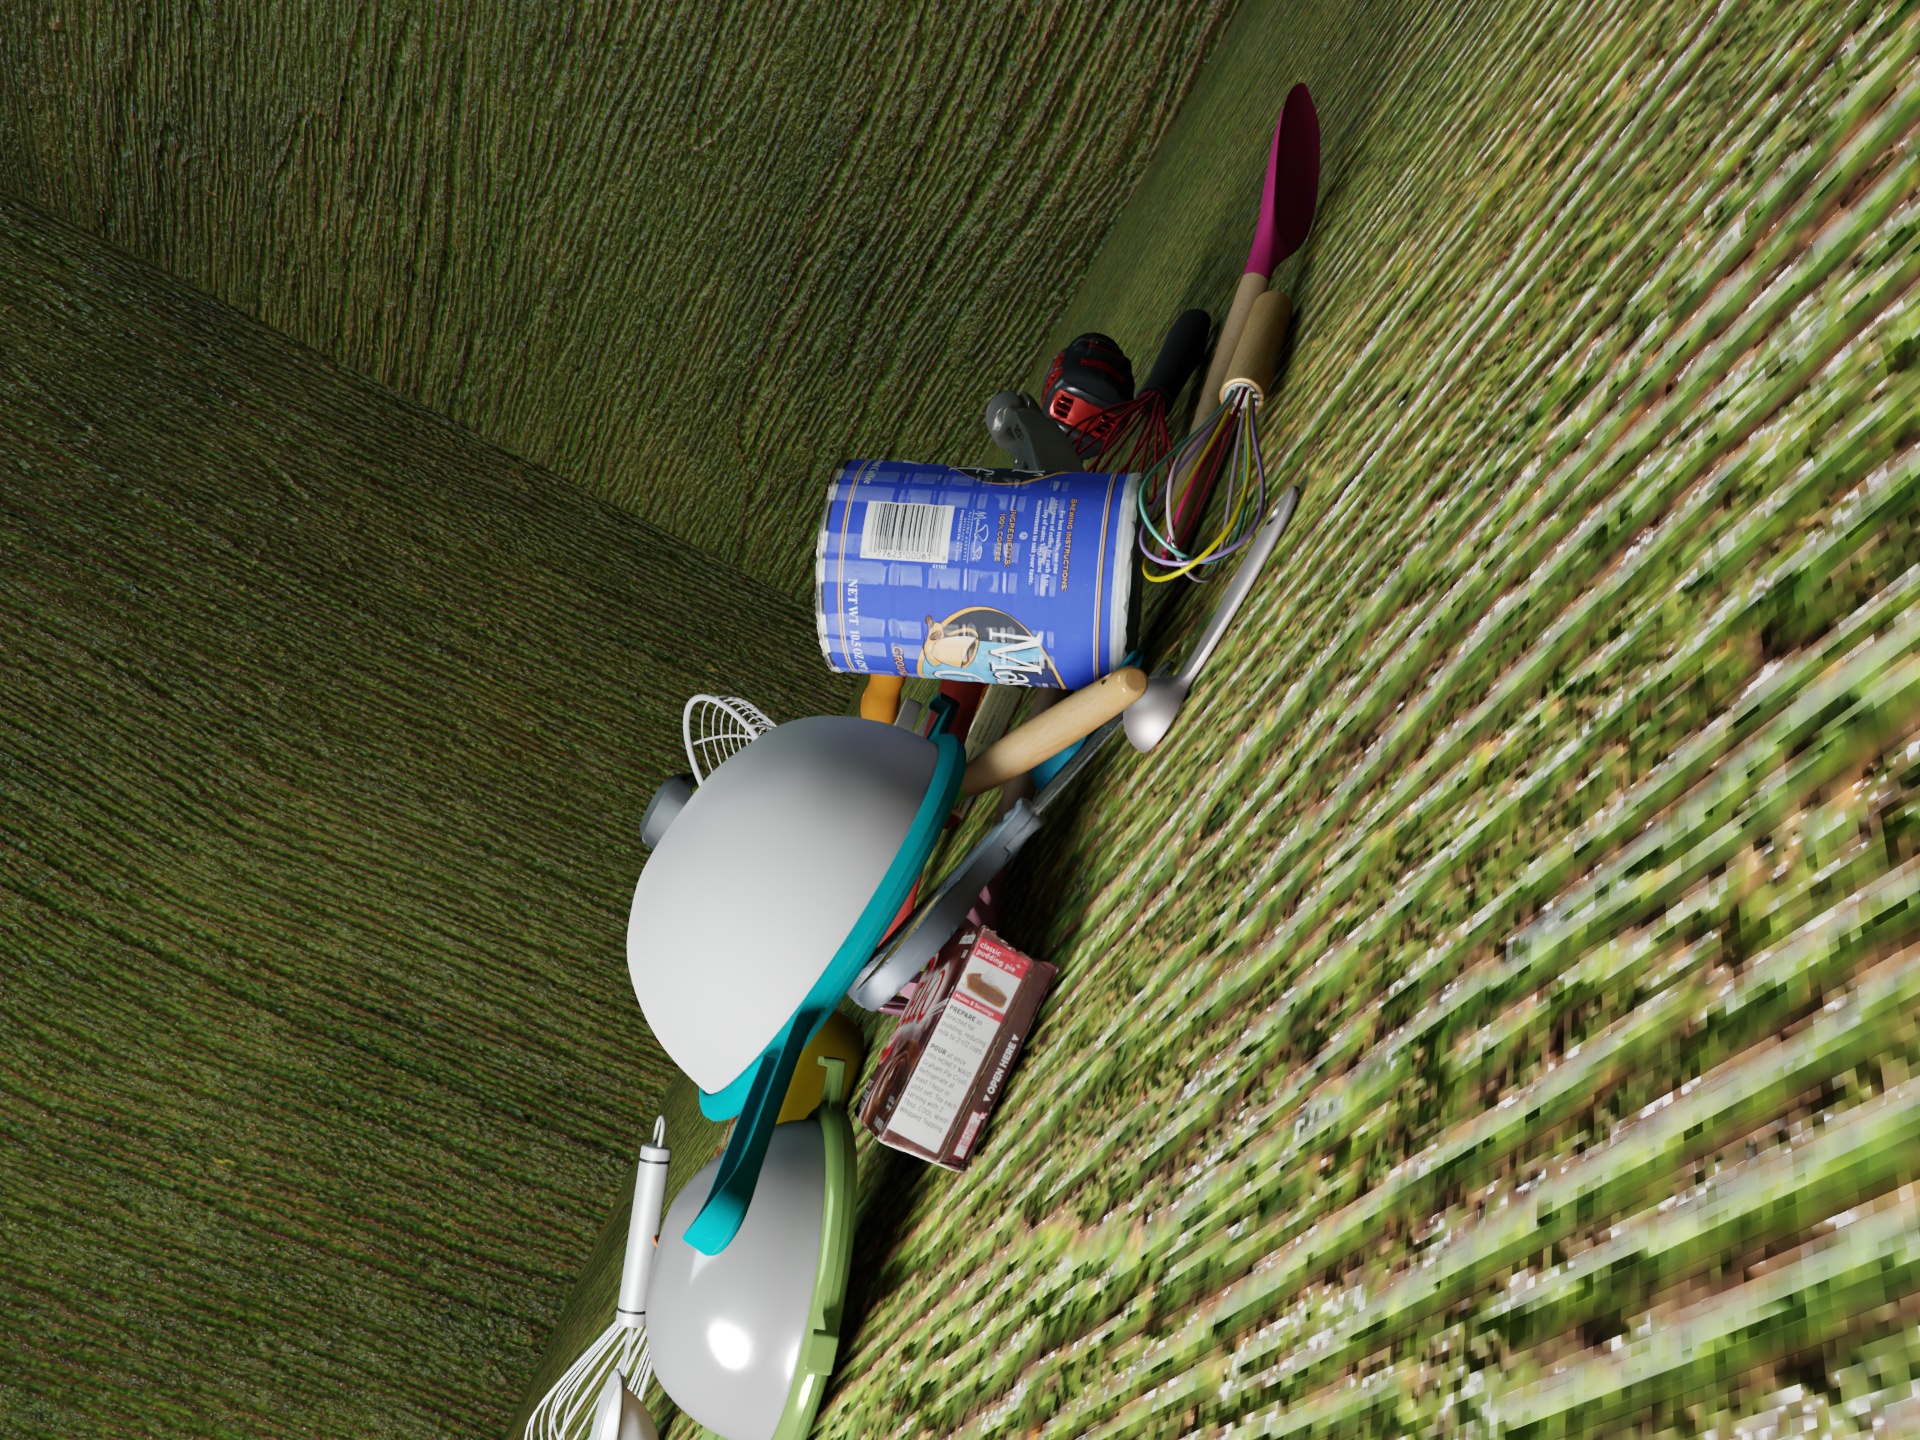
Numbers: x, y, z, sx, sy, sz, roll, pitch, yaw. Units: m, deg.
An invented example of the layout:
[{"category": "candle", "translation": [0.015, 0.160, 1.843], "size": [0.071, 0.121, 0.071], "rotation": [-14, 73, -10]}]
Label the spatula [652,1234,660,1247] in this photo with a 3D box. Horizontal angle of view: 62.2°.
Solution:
[{"category": "spatula", "translation": [-0.154, 0.347, 0.925], "size": [0.041, 0.081, 0.322], "rotation": [-34, -13, -28]}]

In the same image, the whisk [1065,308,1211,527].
[{"category": "whisk", "translation": [0.114, -0.186, 0.967], "size": [0.073, 0.073, 0.296], "rotation": [-57, 2, 42]}]

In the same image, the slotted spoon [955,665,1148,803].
[{"category": "slotted spoon", "translation": [0.014, 0.025, 0.747], "size": [0.070, 0.031, 0.313], "rotation": [-56, 8, -24]}]

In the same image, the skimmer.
[{"category": "skimmer", "translation": [-0.153, 0.158, 1.026], "size": [0.127, 0.090, 0.364], "rotation": [135, 142, -57]}]

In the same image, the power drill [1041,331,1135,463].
[{"category": "power drill", "translation": [0.058, -0.166, 1.127], "size": [0.188, 0.080, 0.226], "rotation": [-76, 9, -65]}]

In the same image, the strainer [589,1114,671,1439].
[{"category": "strainer", "translation": [-0.200, 0.373, 0.974], "size": [0.087, 0.050, 0.258], "rotation": [164, 114, -70]}]

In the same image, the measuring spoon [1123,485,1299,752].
[{"category": "measuring spoon", "translation": [0.099, -0.043, 0.643], "size": [0.124, 0.018, 0.034], "rotation": [-60, 6, 14]}]

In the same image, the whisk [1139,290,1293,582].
[{"category": "whisk", "translation": [0.124, -0.139, 0.744], "size": [0.245, 0.051, 0.047], "rotation": [-65, 0, -46]}]

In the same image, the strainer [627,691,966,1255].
[{"category": "strainer", "translation": [-0.099, 0.094, 0.685], "size": [0.211, 0.095, 0.340], "rotation": [-52, 8, 19]}]

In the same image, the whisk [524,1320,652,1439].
[{"category": "whisk", "translation": [-0.216, 0.411, 1.136], "size": [0.285, 0.070, 0.070], "rotation": [-59, 5, -12]}]

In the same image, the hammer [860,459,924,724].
[{"category": "hammer", "translation": [-0.045, -0.060, 1.106], "size": [0.336, 0.034, 0.127], "rotation": [114, 167, -75]}]

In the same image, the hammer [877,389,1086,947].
[{"category": "hammer", "translation": [-0.001, -0.003, 0.928], "size": [0.149, 0.036, 0.358], "rotation": [-107, 29, -54]}]

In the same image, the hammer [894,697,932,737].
[{"category": "hammer", "translation": [-0.051, 0.038, 1.218], "size": [0.130, 0.031, 0.331], "rotation": [-63, 2, 5]}]

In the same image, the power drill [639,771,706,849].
[{"category": "power drill", "translation": [-0.121, 0.097, 1.234], "size": [0.080, 0.190, 0.228], "rotation": [-61, -8, 14]}]

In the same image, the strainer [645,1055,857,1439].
[{"category": "strainer", "translation": [-0.113, 0.273, 0.702], "size": [0.152, 0.069, 0.256], "rotation": [-94, 23, -53]}]

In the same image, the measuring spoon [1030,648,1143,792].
[{"category": "measuring spoon", "translation": [0.055, -0.006, 0.714], "size": [0.042, 0.021, 0.128], "rotation": [-40, -12, -26]}]

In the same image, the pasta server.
[{"category": "pasta server", "translation": [0.024, 0.037, 0.835], "size": [0.060, 0.040, 0.316], "rotation": [-45, 15, 41]}]

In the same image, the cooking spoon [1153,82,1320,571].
[{"category": "cooking spoon", "translation": [0.150, -0.214, 0.845], "size": [0.068, 0.017, 0.319], "rotation": [49, -127, -49]}]
